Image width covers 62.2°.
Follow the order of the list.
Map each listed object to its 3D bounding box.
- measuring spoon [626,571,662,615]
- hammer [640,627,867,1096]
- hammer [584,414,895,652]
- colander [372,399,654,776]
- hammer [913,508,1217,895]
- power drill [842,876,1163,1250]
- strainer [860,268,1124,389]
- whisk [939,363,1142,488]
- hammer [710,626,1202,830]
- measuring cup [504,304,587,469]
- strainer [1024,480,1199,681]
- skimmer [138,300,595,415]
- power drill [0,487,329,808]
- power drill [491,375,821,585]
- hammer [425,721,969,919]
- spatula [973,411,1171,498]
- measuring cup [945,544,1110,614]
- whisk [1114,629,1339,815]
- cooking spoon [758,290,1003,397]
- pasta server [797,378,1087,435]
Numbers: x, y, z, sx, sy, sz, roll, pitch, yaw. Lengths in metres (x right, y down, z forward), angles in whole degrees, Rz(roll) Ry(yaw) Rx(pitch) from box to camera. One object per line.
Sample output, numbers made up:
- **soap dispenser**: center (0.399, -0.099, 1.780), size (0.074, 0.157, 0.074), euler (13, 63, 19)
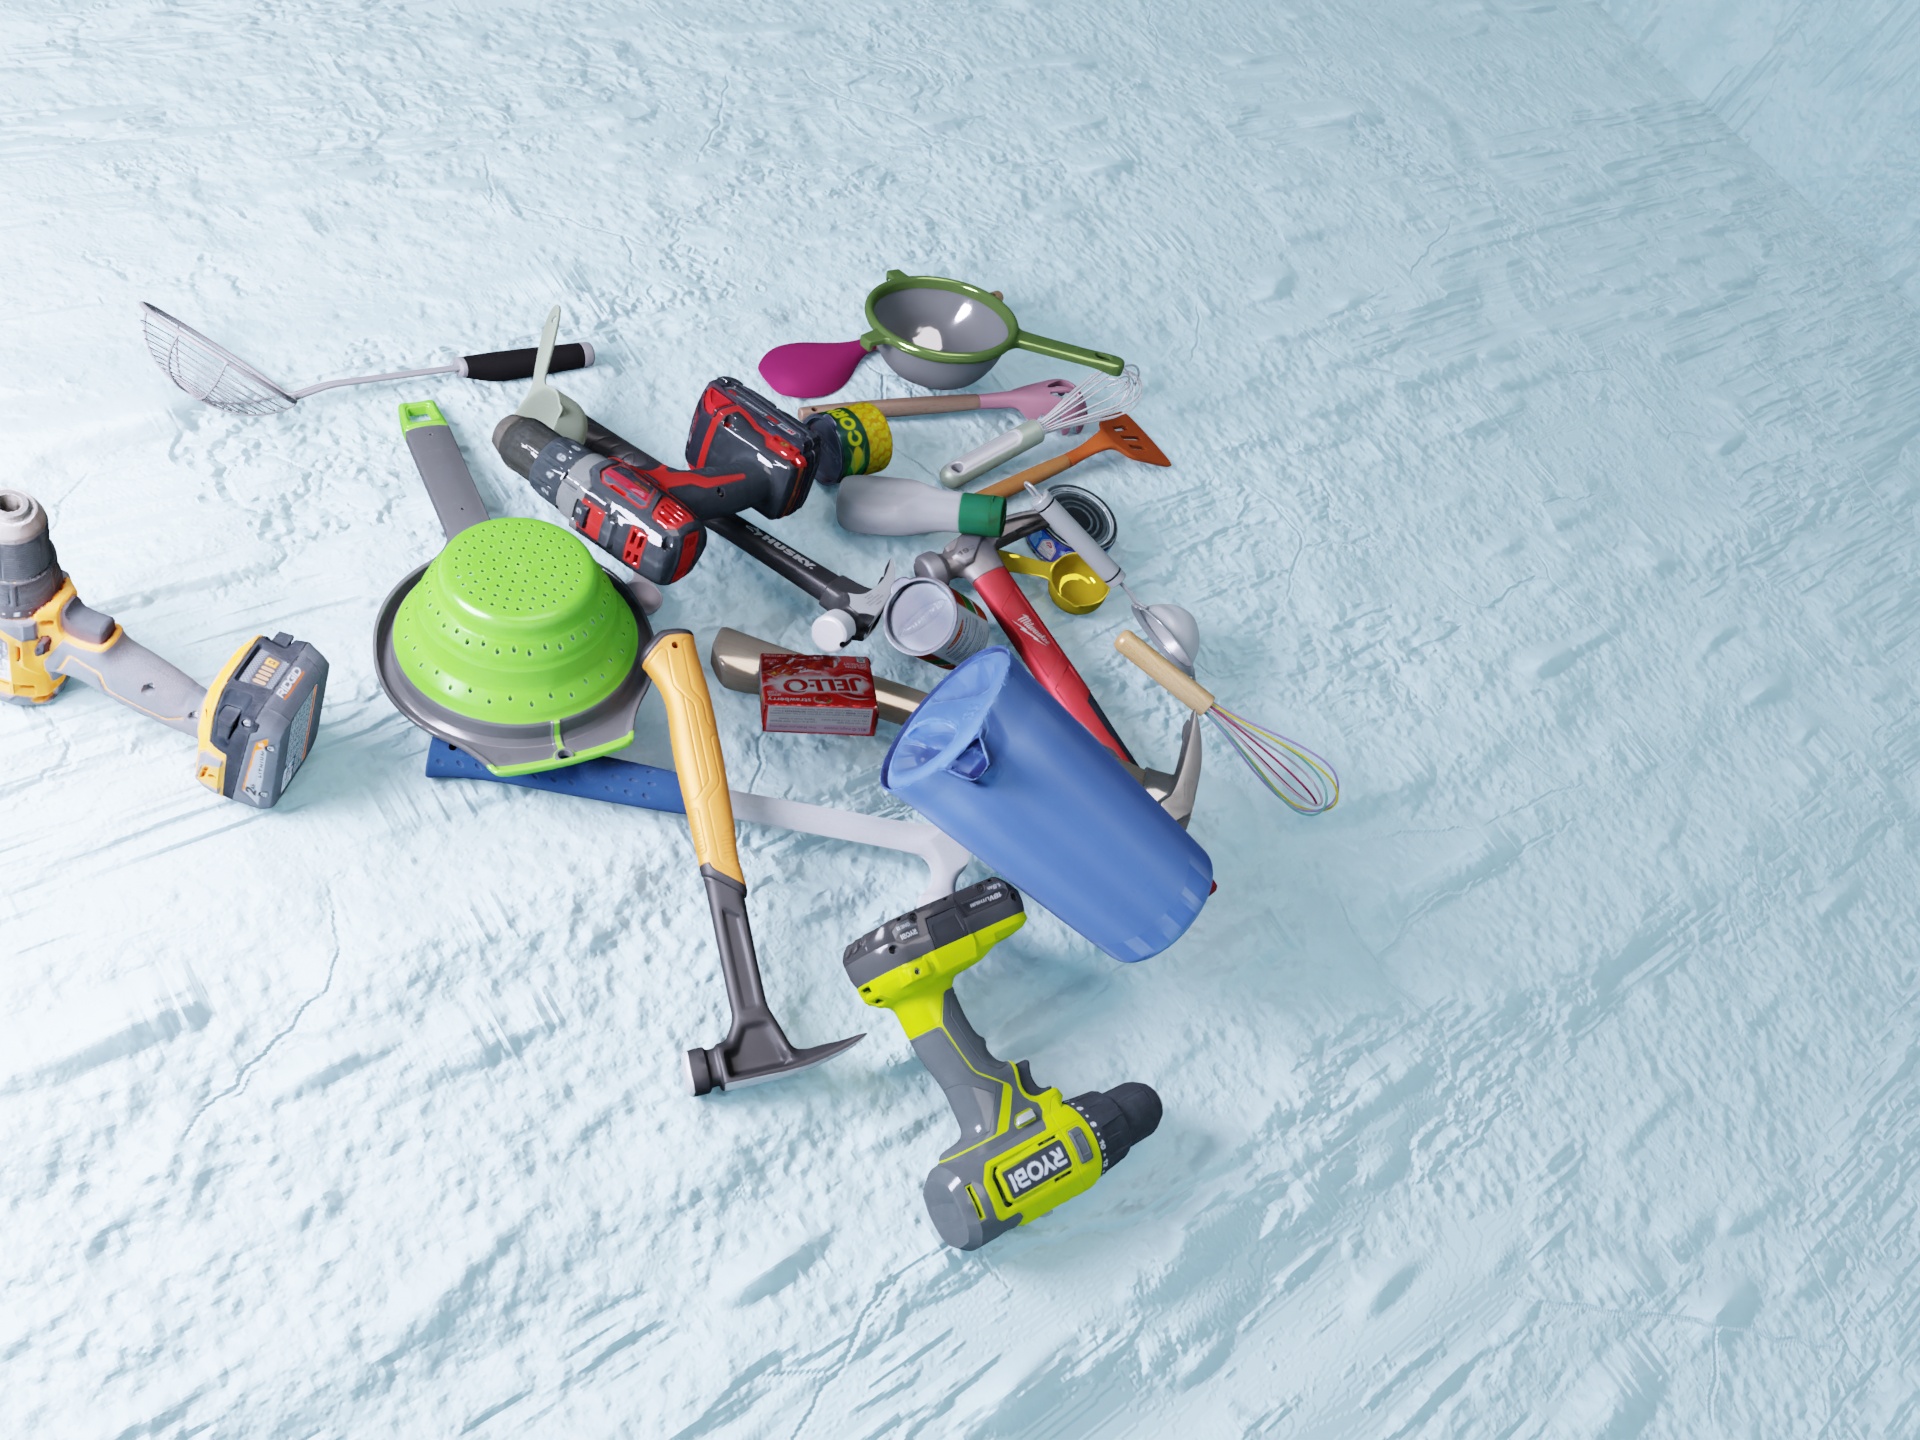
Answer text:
- **measuring spoon**: center (-0.266, -0.130, 1.324), size (0.034, 0.018, 0.124), euler (8, 47, -19)
- **hammer**: center (-0.166, 0.090, 1.139), size (0.127, 0.034, 0.337), euler (-10, 73, -18)
- **hammer**: center (-0.205, -0.174, 1.350), size (0.335, 0.035, 0.146), euler (32, 30, 7)
- **colander**: center (-0.359, -0.140, 1.203), size (0.204, 0.094, 0.398), euler (-14, 55, -26)
- **hammer**: center (0.115, -0.015, 1.378), size (0.143, 0.038, 0.387), euler (-25, 71, -21)
- **power drill**: center (0.032, 0.235, 1.135), size (0.190, 0.080, 0.228), euler (-20, 79, -32)
- **strainer**: center (0.029, -0.354, 1.547), size (0.256, 0.069, 0.152), euler (14, 42, -2)
- **whisk**: center (0.080, -0.284, 1.540), size (0.246, 0.059, 0.058), euler (-32, 66, -22)
- **hammer**: center (-0.002, -0.004, 1.302), size (0.410, 0.038, 0.146), euler (19, 59, -3)
- **measuring cup**: center (-0.337, -0.273, 1.327), size (0.038, 0.083, 0.168), euler (29, 53, -43)
- **strainer**: center (0.145, -0.123, 1.417), size (0.050, 0.087, 0.258), euler (-47, 110, -2)
- **skimmer**: center (-0.473, -0.312, 1.310), size (0.363, 0.090, 0.127), euler (-16, 33, -35)
- **power drill**: center (-0.536, -0.048, 1.034), size (0.226, 0.185, 0.084), euler (25, 49, -10)
- **power drill**: center (-0.239, -0.203, 1.267), size (0.188, 0.080, 0.227), euler (35, 37, 13)
- **hammer**: center (-0.187, 0.054, 1.191), size (0.405, 0.035, 0.144), euler (12, 75, -12)
- **spatula**: center (0.082, -0.238, 1.548), size (0.322, 0.041, 0.081), euler (-28, 71, -32)
- **measuring cup**: center (0.060, -0.135, 1.467), size (0.156, 0.029, 0.062), euler (13, 63, 0)
- **whisk**: center (0.233, 0.004, 1.408), size (0.245, 0.047, 0.051), euler (38, 74, -2)
- **cooking spoon**: center (-0.070, -0.383, 1.585), size (0.319, 0.017, 0.069), euler (-30, 74, -36)
- **pasta server**: center (-0.010, -0.304, 1.553), size (0.316, 0.040, 0.060), euler (-9, 61, -24)
